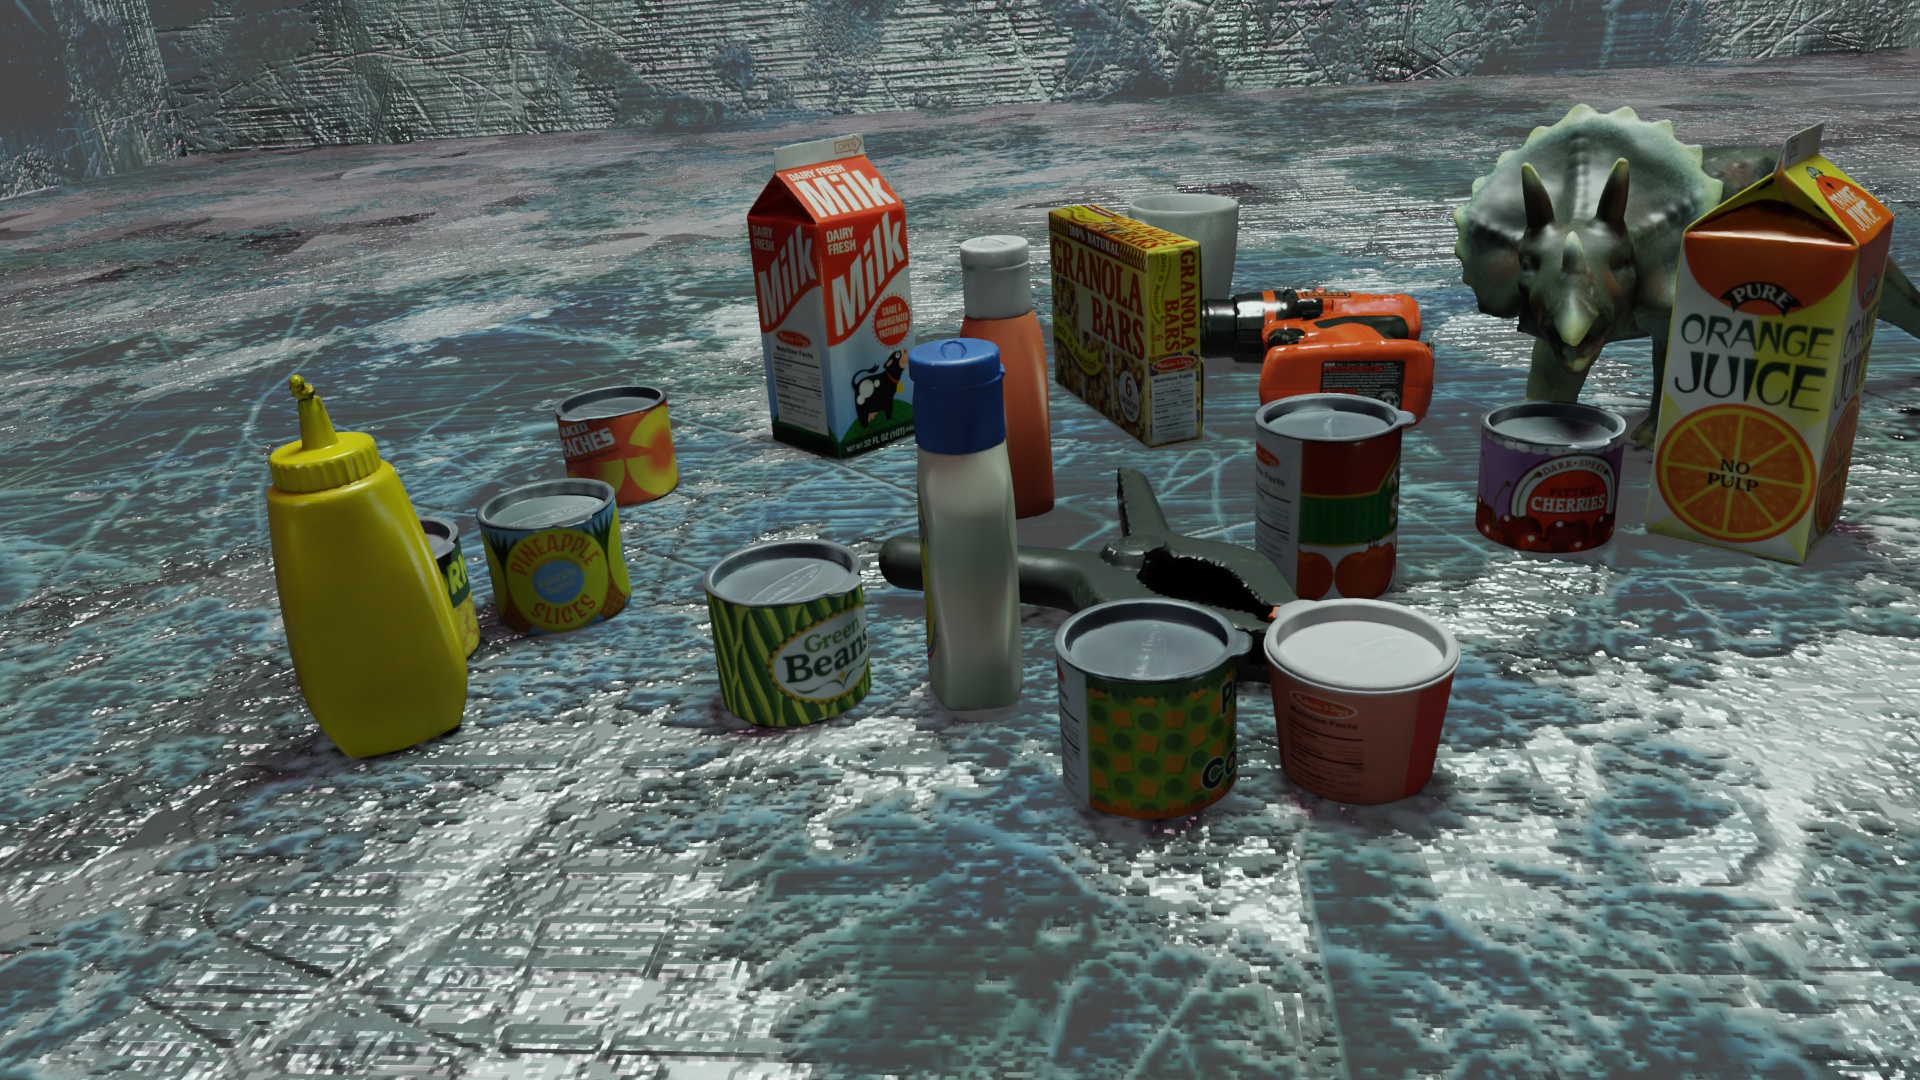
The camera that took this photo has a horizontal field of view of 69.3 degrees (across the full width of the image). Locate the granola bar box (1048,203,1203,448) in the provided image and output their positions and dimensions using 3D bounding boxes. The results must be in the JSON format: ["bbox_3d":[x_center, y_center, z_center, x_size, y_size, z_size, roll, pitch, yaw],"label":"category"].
[{"bbox_3d":[0.105,-0.144,0.902,0.039,0.123,0.166,-10,24,-14],"label":"granola bar box"}]

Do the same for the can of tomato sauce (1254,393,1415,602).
[{"bbox_3d":[0.174,-0.020,0.652,0.071,0.082,0.071,-4,23,2],"label":"can of tomato sauce"}]

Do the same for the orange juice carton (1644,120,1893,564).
[{"bbox_3d":[0.381,-0.095,0.652,0.073,0.191,0.072,16,30,40],"label":"orange juice carton"}]

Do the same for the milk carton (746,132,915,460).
[{"bbox_3d":[-0.080,-0.155,0.878,0.072,0.189,0.073,-24,30,-39],"label":"milk carton"}]

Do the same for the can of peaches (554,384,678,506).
[{"bbox_3d":[-0.208,-0.057,0.838,0.071,0.057,0.071,-4,23,2],"label":"can of peaches"}]

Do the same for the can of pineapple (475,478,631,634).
[{"bbox_3d":[-0.199,0.008,0.686,0.071,0.057,0.071,-4,23,2],"label":"can of pineapple"}]

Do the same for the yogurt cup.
[{"bbox_3d":[0.145,0.060,0.508,0.072,0.053,0.073,-4,23,2],"label":"yogurt cup"}]

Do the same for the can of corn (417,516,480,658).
[{"bbox_3d":[-0.261,0.028,0.649,0.071,0.058,0.071,-4,23,2],"label":"can of corn"}]

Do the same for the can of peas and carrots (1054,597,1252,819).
[{"bbox_3d":[0.071,0.061,0.512,0.071,0.058,0.071,-4,23,2],"label":"can of peas and carrots"}]

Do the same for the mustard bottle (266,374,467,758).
[{"bbox_3d":[-0.245,0.008,0.563,0.065,0.159,0.049,-16,25,-26],"label":"mustard bottle"}]

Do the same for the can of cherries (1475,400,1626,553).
[{"bbox_3d":[0.292,-0.031,0.689,0.071,0.058,0.072,-4,23,2],"label":"can of cherries"}]

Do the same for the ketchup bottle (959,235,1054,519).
[{"bbox_3d":[0.023,-0.089,0.758,0.043,0.148,0.065,-13,24,-20],"label":"ketchup bottle"}]

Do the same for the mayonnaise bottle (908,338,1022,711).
[{"bbox_3d":[0.002,-0.007,0.570,0.041,0.147,0.065,-5,23,-1],"label":"mayonnaise bottle"}]

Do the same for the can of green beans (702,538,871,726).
[{"bbox_3d":[-0.073,0.038,0.591,0.071,0.057,0.071,-4,23,2],"label":"can of green beans"}]
